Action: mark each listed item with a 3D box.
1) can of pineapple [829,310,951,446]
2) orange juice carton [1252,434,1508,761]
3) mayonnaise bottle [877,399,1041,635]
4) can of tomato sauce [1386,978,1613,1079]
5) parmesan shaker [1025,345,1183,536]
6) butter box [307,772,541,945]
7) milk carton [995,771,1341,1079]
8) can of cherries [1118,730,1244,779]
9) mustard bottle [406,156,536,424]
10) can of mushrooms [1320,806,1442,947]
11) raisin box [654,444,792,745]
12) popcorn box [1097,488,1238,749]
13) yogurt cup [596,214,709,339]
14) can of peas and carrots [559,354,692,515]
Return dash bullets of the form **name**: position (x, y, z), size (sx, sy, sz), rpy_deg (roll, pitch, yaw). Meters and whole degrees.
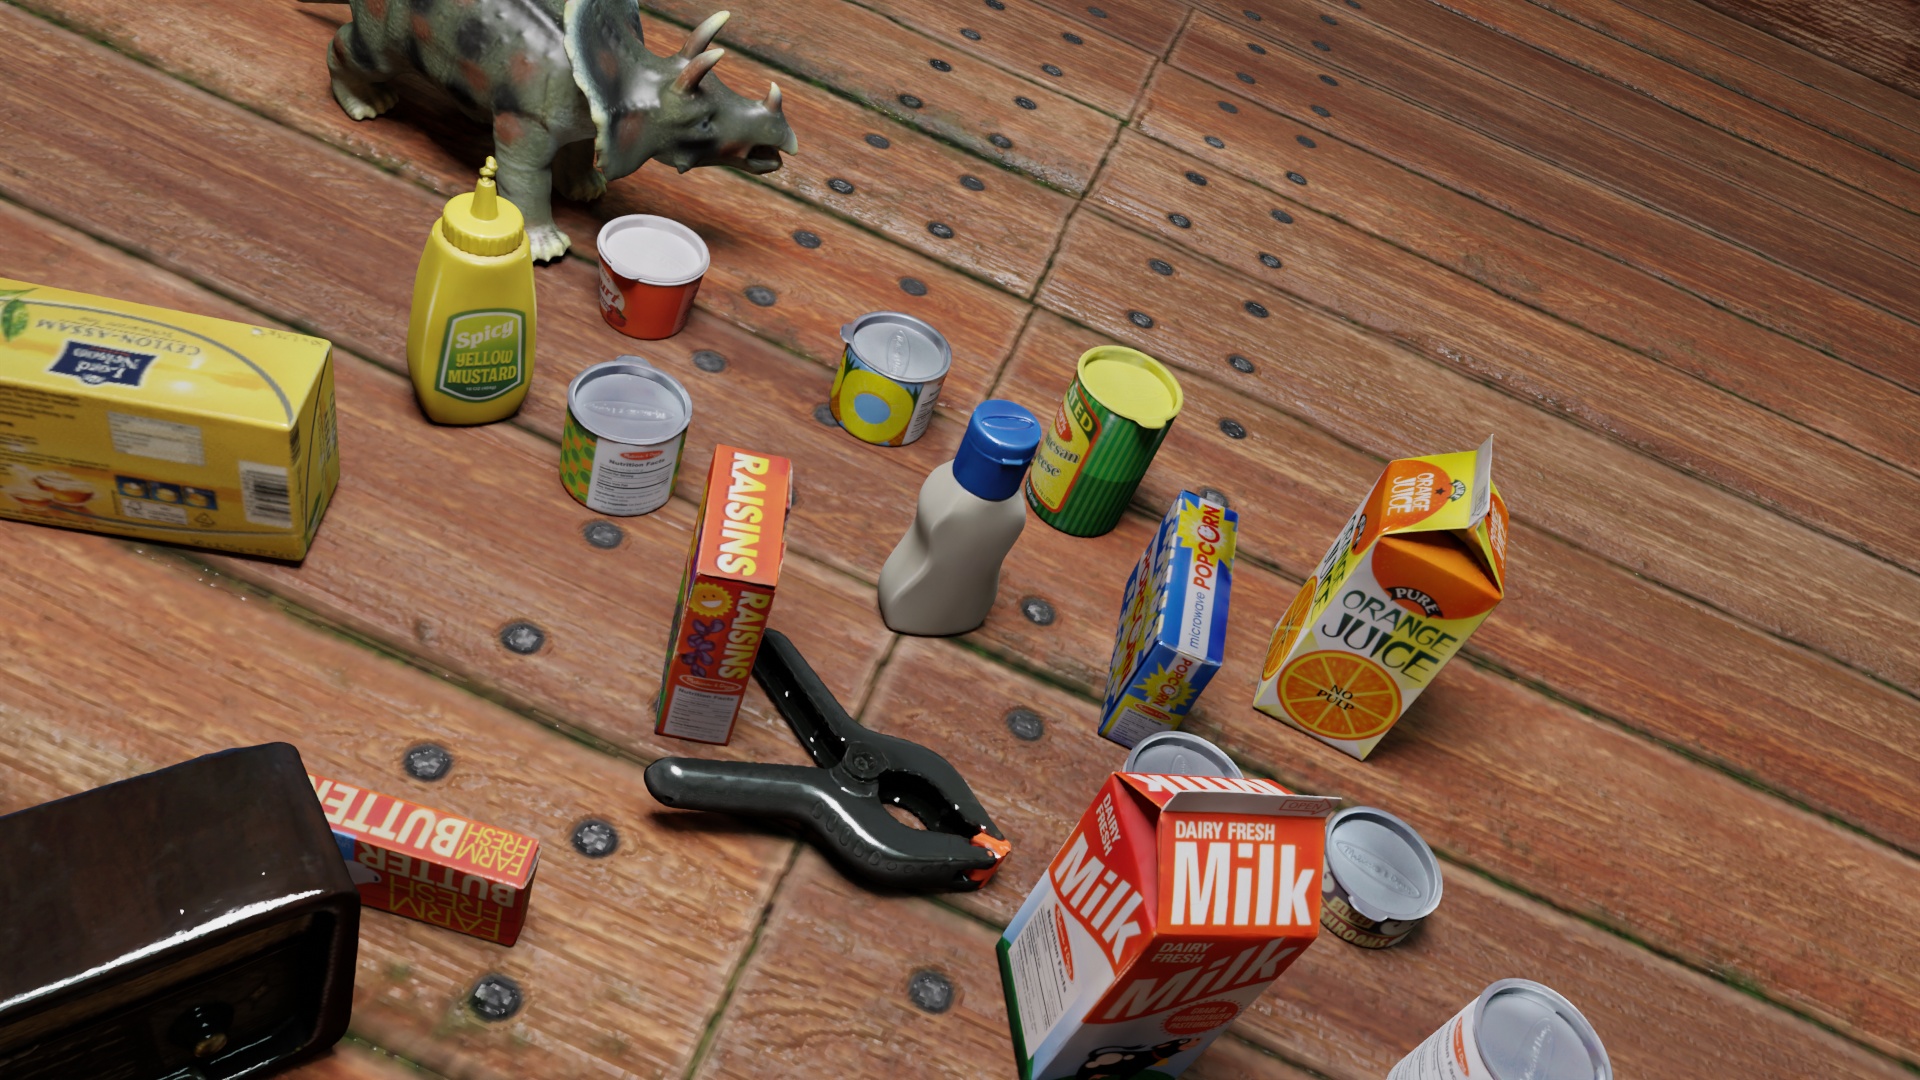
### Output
- **can of pineapple**: position (-0.046, -0.102, 0.870), size (0.071, 0.057, 0.071), rpy_deg (12, 44, -12)
- **orange juice carton**: position (0.239, 0.028, 0.764), size (0.073, 0.191, 0.072), rpy_deg (26, 43, 3)
- **mayonnaise bottle**: position (0.003, -0.009, 0.733), size (0.065, 0.147, 0.041), rpy_deg (1, 47, -22)
- **can of tomato sauce**: position (0.242, 0.249, 0.628), size (0.071, 0.082, 0.071), rpy_deg (12, 44, -12)
- **parmesan shaker**: position (0.086, -0.057, 0.849), size (0.071, 0.102, 0.072), rpy_deg (12, 44, -12)
- **butter box**: position (-0.226, 0.131, 0.568), size (0.103, 0.052, 0.024), rpy_deg (18, 43, -6)
- **milk carton**: position (0.082, 0.156, 0.573), size (0.072, 0.189, 0.074), rpy_deg (5, 46, -18)
- **can of cherries**: position (0.106, 0.140, 0.695), size (0.071, 0.058, 0.072), rpy_deg (12, 44, -12)
- **mustard bottle**: position (-0.257, -0.132, 0.736), size (0.065, 0.159, 0.049), rpy_deg (-11, 53, -31)
- **can of mushrooms**: position (0.212, 0.177, 0.722), size (0.071, 0.033, 0.071), rpy_deg (12, 44, -12)
- **raisin box**: position (-0.114, 0.028, 0.666), size (0.040, 0.122, 0.086), rpy_deg (12, 44, -12)
- **popcorn box**: position (0.117, 0.045, 0.774), size (0.038, 0.084, 0.127), rpy_deg (21, 43, -2)
- **yogurt cup**: position (-0.195, -0.163, 0.870), size (0.072, 0.053, 0.073), rpy_deg (12, 44, -12)
- **can of peas and carrots**: position (-0.186, -0.058, 0.767), size (0.071, 0.058, 0.071), rpy_deg (12, 44, -12)
